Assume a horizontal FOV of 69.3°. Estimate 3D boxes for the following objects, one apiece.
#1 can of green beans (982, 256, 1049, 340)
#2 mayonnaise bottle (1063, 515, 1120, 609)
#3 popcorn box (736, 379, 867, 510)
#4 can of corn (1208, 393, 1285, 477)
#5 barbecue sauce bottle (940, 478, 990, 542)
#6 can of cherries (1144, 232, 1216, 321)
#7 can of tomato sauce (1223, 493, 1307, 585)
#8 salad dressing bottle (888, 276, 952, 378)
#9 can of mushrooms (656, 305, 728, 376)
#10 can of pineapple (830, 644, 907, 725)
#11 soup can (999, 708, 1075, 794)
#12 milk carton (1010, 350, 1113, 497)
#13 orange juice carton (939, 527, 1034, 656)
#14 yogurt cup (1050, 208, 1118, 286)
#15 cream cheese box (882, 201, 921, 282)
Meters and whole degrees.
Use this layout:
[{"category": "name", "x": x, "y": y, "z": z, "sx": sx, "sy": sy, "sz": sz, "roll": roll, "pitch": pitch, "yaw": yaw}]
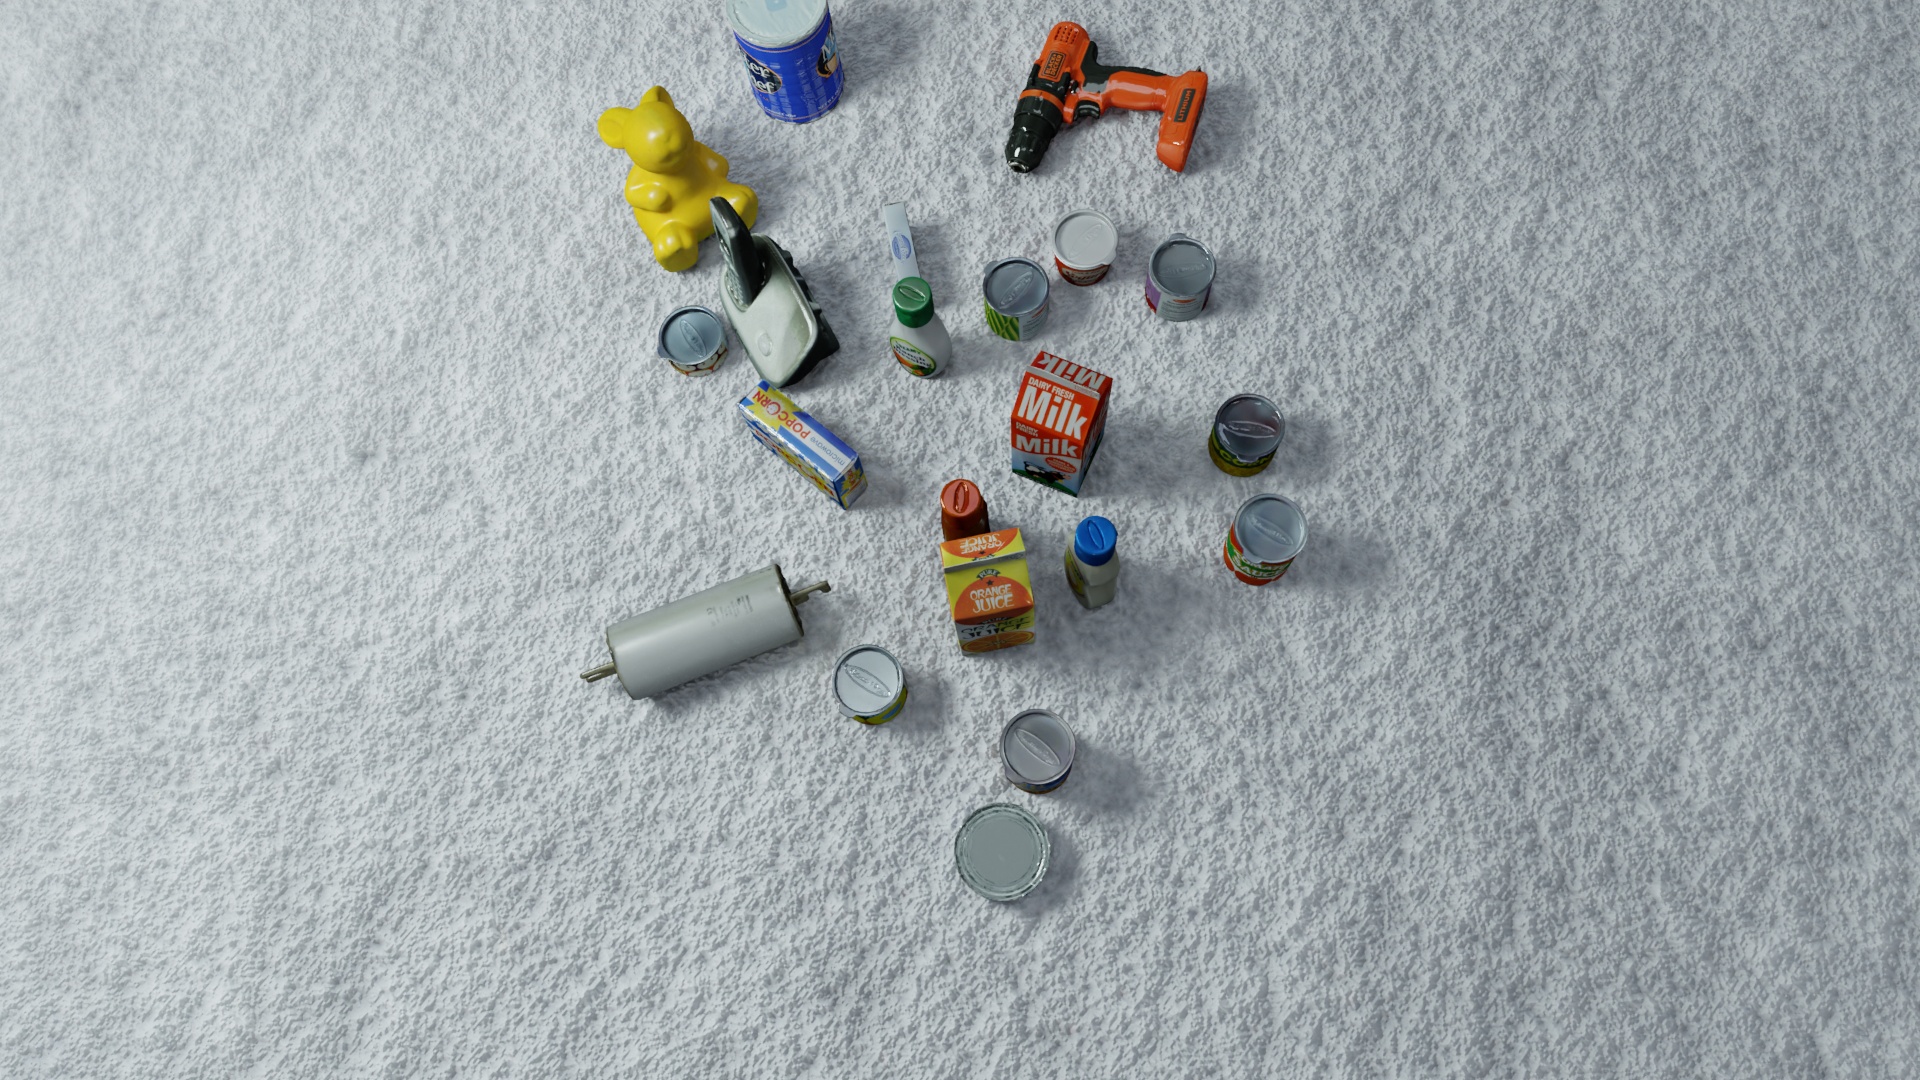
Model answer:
[{"category": "can of green beans", "x": 0.056, "y": -0.242, "z": 1.393, "sx": 0.071, "sy": 0.057, "sz": 0.071, "roll": -1, "pitch": 73, "yaw": 3}, {"category": "mayonnaise bottle", "x": 0.120, "y": 0.016, "z": 1.261, "sx": 0.041, "sy": 0.147, "sz": 0.065, "roll": -22, "pitch": 73, "yaw": -4}, {"category": "popcorn box", "x": -0.151, "y": -0.091, "z": 1.341, "sx": 0.127, "sy": 0.085, "sz": 0.038, "roll": 39, "pitch": 79, "yaw": 13}, {"category": "can of corn", "x": 0.274, "y": -0.098, "z": 1.336, "sx": 0.071, "sy": 0.058, "sz": 0.071, "roll": -1, "pitch": 73, "yaw": 3}, {"category": "barbecue sauce bottle", "x": 0.005, "y": -0.016, "z": 1.276, "sx": 0.044, "sy": 0.148, "sz": 0.065, "roll": 6, "pitch": 73, "yaw": 5}, {"category": "can of cherries", "x": 0.220, "y": -0.263, "z": 1.391, "sx": 0.071, "sy": 0.058, "sz": 0.071, "roll": -1, "pitch": 73, "yaw": 3}, {"category": "can of tomato sauce", "x": 0.281, "y": 0.002, "z": 1.291, "sx": 0.071, "sy": 0.083, "sz": 0.071, "roll": -1, "pitch": 73, "yaw": 3}, {"category": "salad dressing bottle", "x": -0.041, "y": -0.205, "z": 1.339, "sx": 0.064, "sy": 0.147, "sz": 0.044, "roll": 29, "pitch": 77, "yaw": 11}, {"category": "can of mushrooms", "x": -0.272, "y": -0.201, "z": 1.409, "sx": 0.071, "sy": 0.033, "sz": 0.071, "roll": -1, "pitch": 73, "yaw": 3}, {"category": "can of pineapple", "x": -0.085, "y": 0.135, "z": 1.280, "sx": 0.071, "sy": 0.057, "sz": 0.071, "roll": -1, "pitch": 73, "yaw": 3}, {"category": "soup can", "x": 0.067, "y": 0.192, "z": 1.241, "sx": 0.071, "sy": 0.083, "sz": 0.071, "roll": -1, "pitch": 73, "yaw": 3}, {"category": "milk carton", "x": 0.092, "y": -0.112, "z": 1.280, "sx": 0.072, "sy": 0.190, "sz": 0.073, "roll": 22, "pitch": 75, "yaw": 9}, {"category": "orange juice carton", "x": 0.025, "y": 0.043, "z": 1.233, "sx": 0.072, "sy": 0.192, "sz": 0.073, "roll": -11, "pitch": 73, "yaw": 0}, {"category": "yogurt cup", "x": 0.125, "y": -0.294, "z": 1.408, "sx": 0.072, "sy": 0.053, "sz": 0.072, "roll": -1, "pitch": 73, "yaw": 3}, {"category": "cream cheese box", "x": -0.057, "y": -0.287, "z": 1.415, "sx": 0.024, "sy": 0.053, "sz": 0.104, "roll": -13, "pitch": 72, "yaw": -1}]
